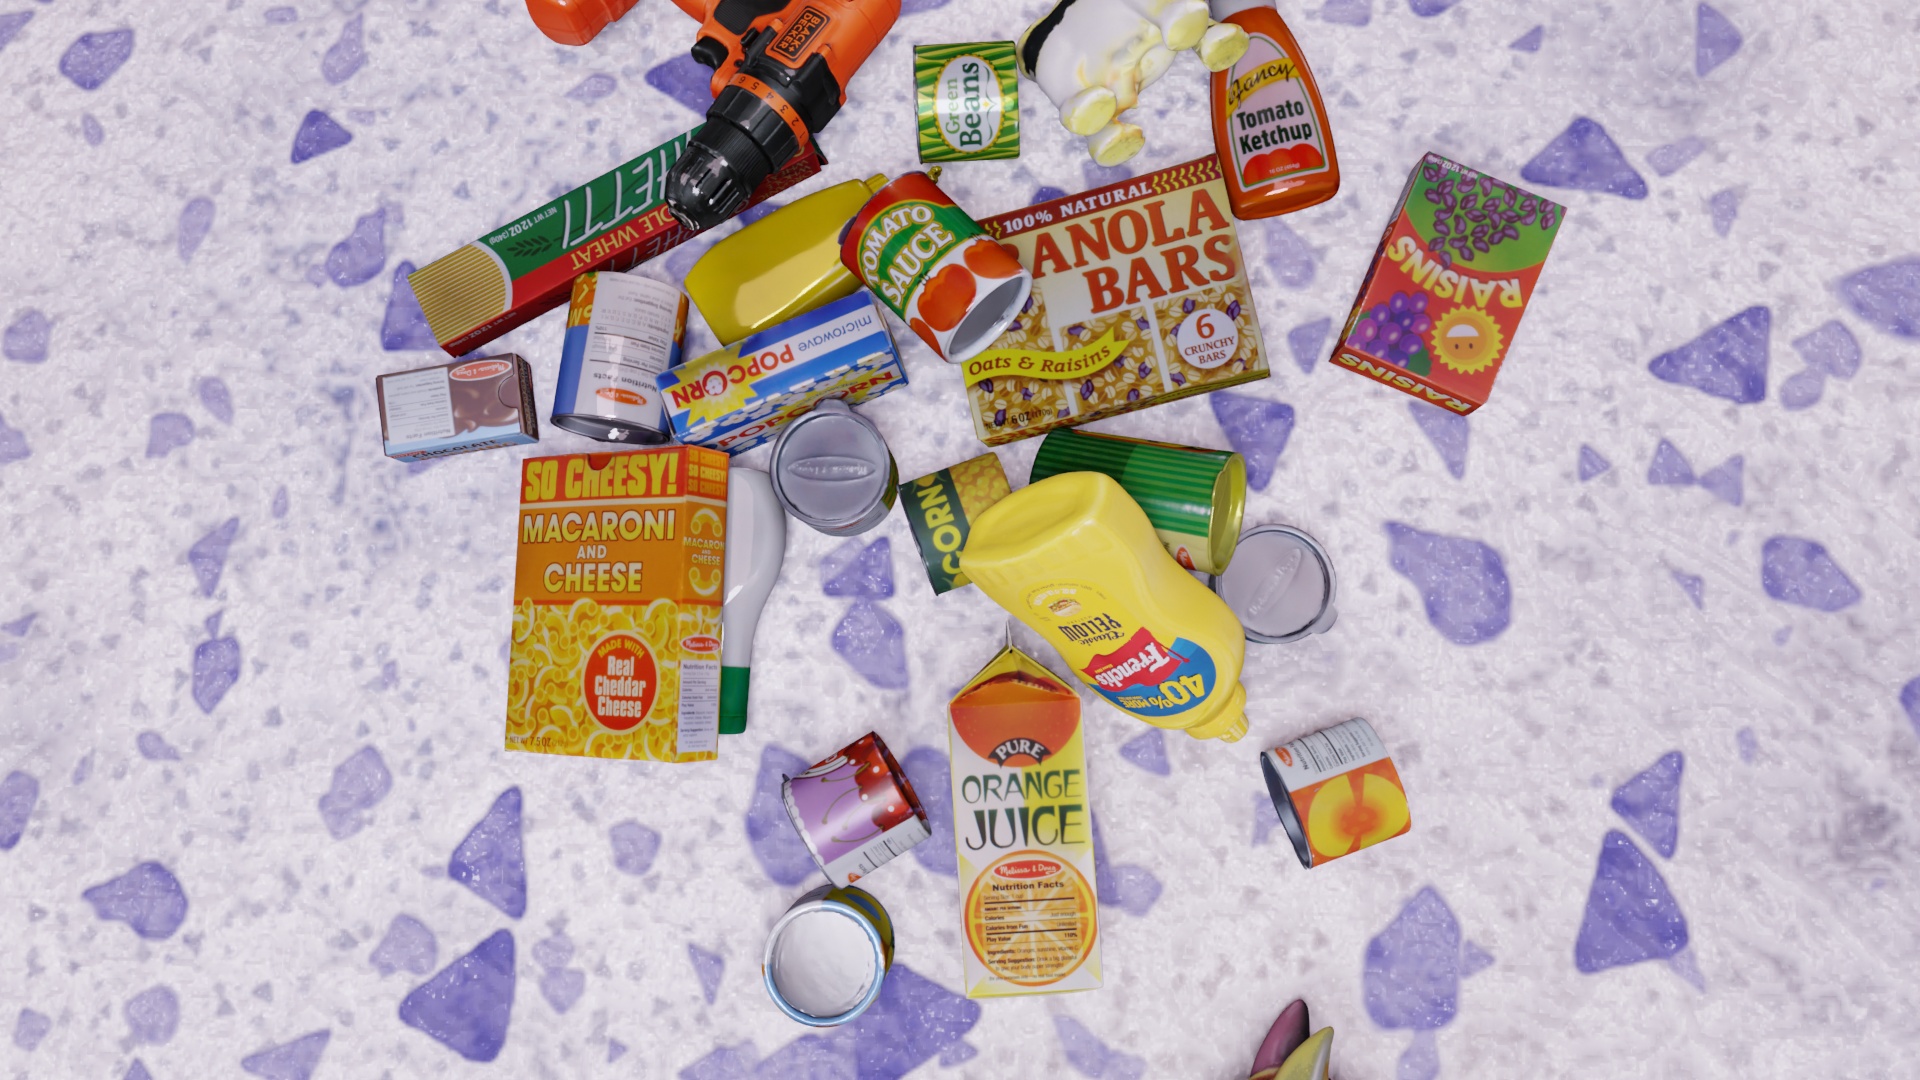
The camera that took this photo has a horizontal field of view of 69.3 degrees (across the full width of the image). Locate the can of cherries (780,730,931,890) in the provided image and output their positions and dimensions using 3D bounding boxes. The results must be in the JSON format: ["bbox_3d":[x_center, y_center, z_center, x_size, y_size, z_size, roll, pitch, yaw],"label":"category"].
[{"bbox_3d":[-0.057,0.143,0.754,0.058,0.071,0.071,-31,84,0],"label":"can of cherries"}]

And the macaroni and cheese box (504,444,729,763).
[{"bbox_3d":[-0.188,0.034,0.760,0.123,0.040,0.166,-2,83,29],"label":"macaroni and cheese box"}]

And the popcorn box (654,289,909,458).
[{"bbox_3d":[-0.096,-0.089,0.770,0.127,0.085,0.038,-22,83,1],"label":"popcorn box"}]

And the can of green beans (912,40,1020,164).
[{"bbox_3d":[0.004,-0.249,0.792,0.058,0.071,0.071,-2,84,2],"label":"can of green beans"}]

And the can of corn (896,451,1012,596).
[{"bbox_3d":[0.003,-0.010,0.764,0.058,0.071,0.071,-20,84,0],"label":"can of corn"}]

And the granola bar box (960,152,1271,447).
[{"bbox_3d":[0.078,-0.132,0.777,0.165,0.039,0.124,-14,84,11],"label":"granola bar box"}]

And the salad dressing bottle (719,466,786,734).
[{"bbox_3d":[-0.133,0.033,0.781,0.064,0.044,0.147,4,85,12],"label":"salad dressing bottle"}]

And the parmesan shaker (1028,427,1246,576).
[{"bbox_3d":[0.094,-0.024,0.747,0.103,0.071,0.071,11,85,24],"label":"parmesan shaker"}]

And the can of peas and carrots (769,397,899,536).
[{"bbox_3d":[-0.069,-0.039,0.777,0.071,0.058,0.071,0,84,3],"label":"can of peas and carrots"}]

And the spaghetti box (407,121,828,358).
[{"bbox_3d":[-0.200,-0.187,0.814,0.250,0.028,0.050,-27,83,0],"label":"spaghetti box"}]

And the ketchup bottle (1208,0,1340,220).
[{"bbox_3d":[0.172,-0.262,0.796,0.065,0.043,0.149,-12,83,10],"label":"ketchup bottle"}]

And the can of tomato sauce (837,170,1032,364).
[{"bbox_3d":[-0.014,-0.145,0.740,0.071,0.071,0.083,-44,76,-2],"label":"can of tomato sauce"}]

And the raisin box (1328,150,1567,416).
[{"bbox_3d":[0.273,-0.143,0.782,0.086,0.040,0.123,24,85,4],"label":"raisin box"}]

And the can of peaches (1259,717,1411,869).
[{"bbox_3d":[0.201,0.136,0.744,0.058,0.071,0.071,-21,84,0],"label":"can of peaches"}]

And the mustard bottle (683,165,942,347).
[{"bbox_3d":[-0.077,-0.167,0.796,0.160,0.049,0.065,-31,82,-1],"label":"mustard bottle"}]

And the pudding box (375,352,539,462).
[{"bbox_3d":[-0.291,-0.076,0.806,0.084,0.030,0.049,-9,83,2],"label":"pudding box"}]

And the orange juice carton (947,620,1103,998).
[{"bbox_3d":[0.033,0.139,0.747,0.073,0.072,0.192,-4,84,2],"label":"orange juice carton"}]

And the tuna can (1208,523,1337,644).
[{"bbox_3d":[0.174,0.026,0.771,0.071,0.033,0.071,0,84,3],"label":"tuna can"}]

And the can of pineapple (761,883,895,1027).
[{"bbox_3d":[-0.069,0.224,0.750,0.071,0.058,0.071,0,84,2],"label":"can of pineapple"}]

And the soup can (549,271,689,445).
[{"bbox_3d":[-0.193,-0.101,0.786,0.071,0.071,0.084,6,81,3],"label":"soup can"}]
